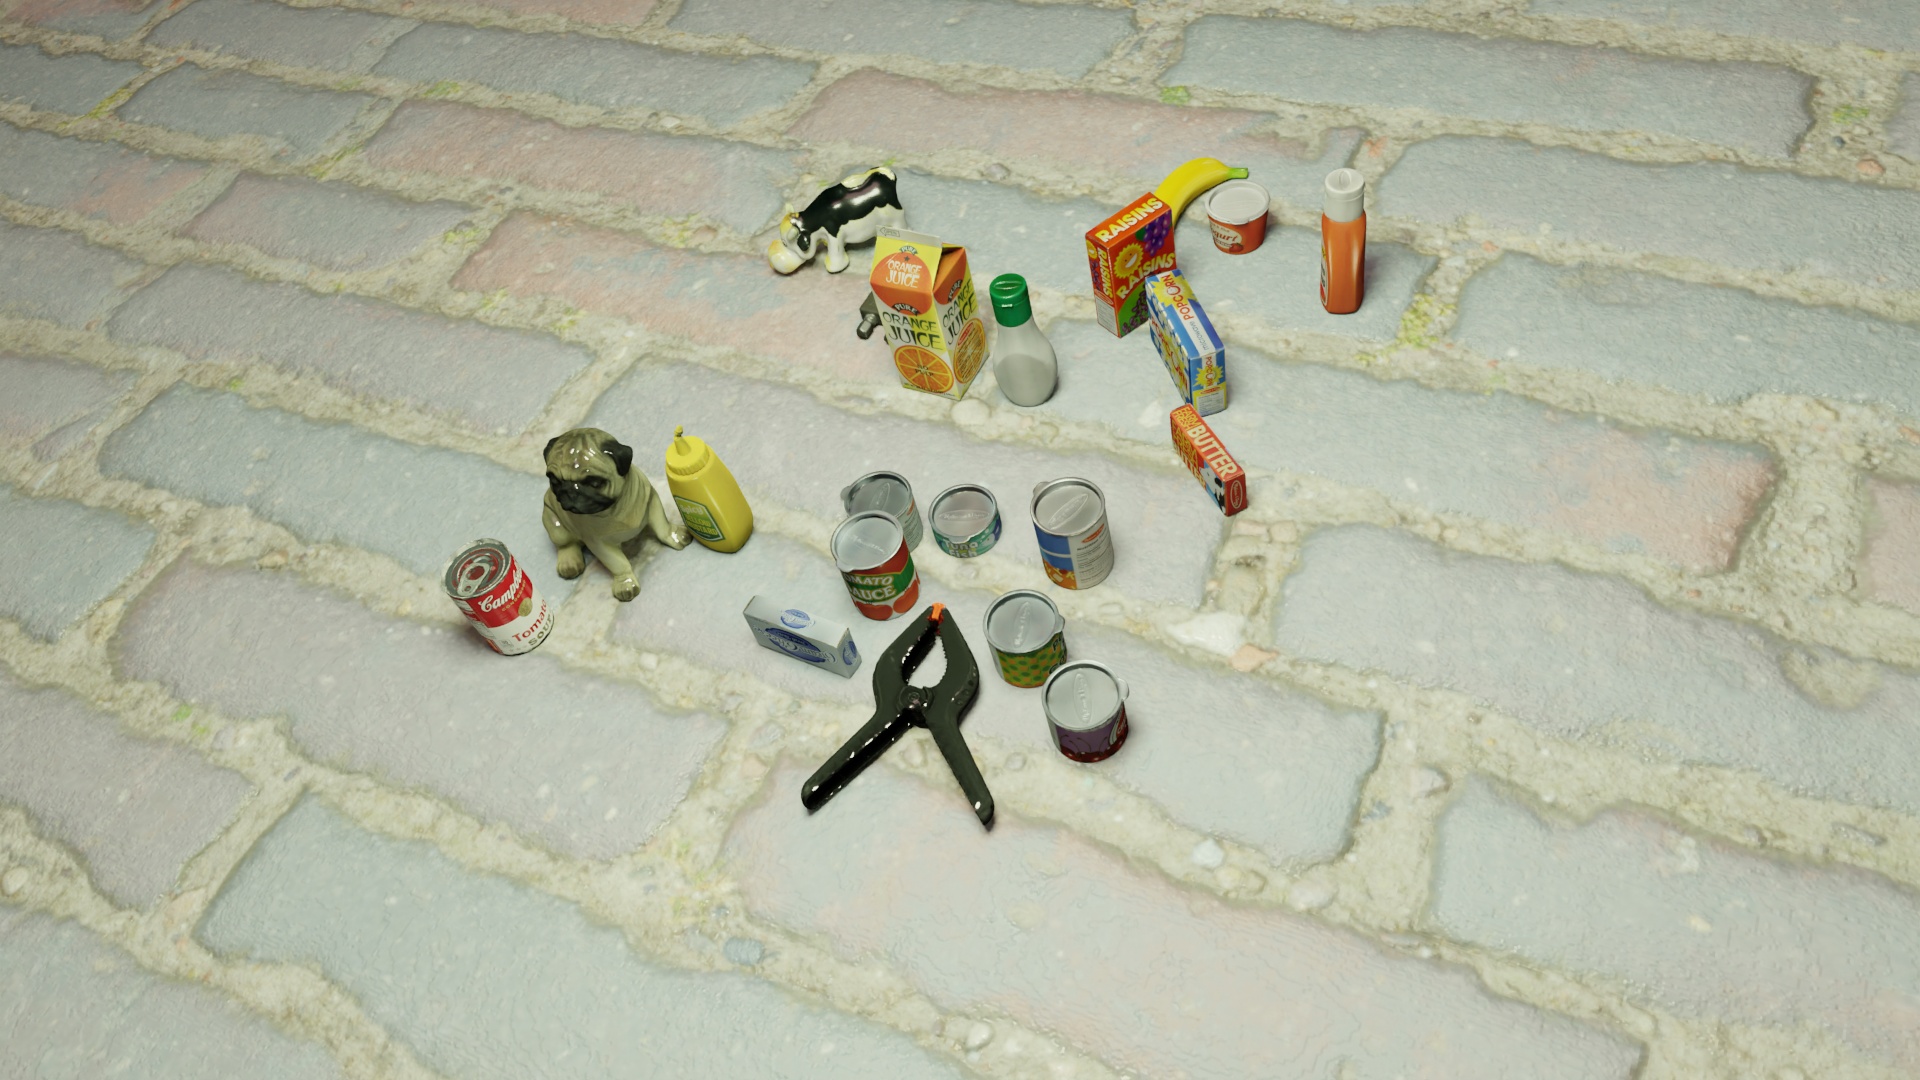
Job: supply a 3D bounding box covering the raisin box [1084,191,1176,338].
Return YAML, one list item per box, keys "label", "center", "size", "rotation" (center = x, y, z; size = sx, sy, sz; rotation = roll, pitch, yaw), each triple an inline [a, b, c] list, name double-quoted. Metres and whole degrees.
- label: "raisin box"
  center: [0.177, -0.280, 1.416]
  size: [0.086, 0.122, 0.040]
  rotation: [-34, 53, -14]

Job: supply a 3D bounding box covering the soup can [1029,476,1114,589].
- label: "soup can"
  center: [0.099, -0.007, 1.245]
  size: [0.071, 0.083, 0.072]
  rotation: [-7, 51, 8]

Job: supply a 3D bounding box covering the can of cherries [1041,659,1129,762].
- label: "can of cherries"
  center: [0.106, 0.141, 1.143]
  size: [0.071, 0.058, 0.072]
  rotation: [-6, 51, 8]

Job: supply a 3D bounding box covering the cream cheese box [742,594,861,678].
- label: "cream cheese box"
  center: [-0.141, 0.086, 1.247]
  size: [0.104, 0.053, 0.024]
  rotation: [17, 58, 25]

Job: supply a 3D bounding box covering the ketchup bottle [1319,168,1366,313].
- label: "ketchup bottle"
  center: [0.377, -0.296, 1.366]
  size: [0.043, 0.148, 0.065]
  rotation: [-1, 53, 13]

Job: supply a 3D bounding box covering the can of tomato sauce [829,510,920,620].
- label: "can of tomato sauce"
  center: [-0.077, 0.025, 1.261]
  size: [0.071, 0.082, 0.071]
  rotation: [-7, 51, 8]

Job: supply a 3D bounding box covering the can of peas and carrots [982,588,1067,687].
- label: "can of peas and carrots"
  center: [0.059, 0.085, 1.198]
  size: [0.071, 0.058, 0.071]
  rotation: [-6, 51, 8]

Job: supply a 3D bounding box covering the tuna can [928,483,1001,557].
- label: "tuna can"
  center: [0.005, -0.016, 1.307]
  size: [0.071, 0.032, 0.071]
  rotation: [-6, 51, 8]

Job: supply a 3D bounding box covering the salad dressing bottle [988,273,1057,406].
- label: "salad dressing bottle"
  center: [0.058, -0.196, 1.362]
  size: [0.064, 0.147, 0.044]
  rotation: [-1, 53, 13]

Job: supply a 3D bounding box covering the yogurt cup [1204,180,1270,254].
- label: "yogurt cup"
  center: [0.297, -0.343, 1.483]
  size: [0.072, 0.053, 0.073]
  rotation: [-6, 51, 8]

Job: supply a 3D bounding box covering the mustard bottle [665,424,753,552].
- label: "mustard bottle"
  center: [-0.245, -0.053, 1.312]
  size: [0.065, 0.159, 0.049]
  rotation: [15, 58, 24]

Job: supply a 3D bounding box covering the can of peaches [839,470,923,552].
- label: "can of peaches"
  center: [-0.074, -0.023, 1.315]
  size: [0.071, 0.057, 0.071]
  rotation: [-6, 51, 8]

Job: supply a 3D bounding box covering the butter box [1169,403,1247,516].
- label: "butter box"
  center: [0.229, -0.075, 1.288]
  size: [0.024, 0.053, 0.104]
  rotation: [-25, 51, -6]

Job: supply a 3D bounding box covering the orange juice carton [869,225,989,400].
- label: "orange juice carton"
  center: [-0.032, -0.235, 1.385]
  size: [0.072, 0.191, 0.073]
  rotation: [16, 58, 24]

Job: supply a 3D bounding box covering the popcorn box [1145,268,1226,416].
- label: "popcorn box"
  center: [0.221, -0.194, 1.362]
  size: [0.038, 0.084, 0.127]
  rotation: [-18, 51, -1]
